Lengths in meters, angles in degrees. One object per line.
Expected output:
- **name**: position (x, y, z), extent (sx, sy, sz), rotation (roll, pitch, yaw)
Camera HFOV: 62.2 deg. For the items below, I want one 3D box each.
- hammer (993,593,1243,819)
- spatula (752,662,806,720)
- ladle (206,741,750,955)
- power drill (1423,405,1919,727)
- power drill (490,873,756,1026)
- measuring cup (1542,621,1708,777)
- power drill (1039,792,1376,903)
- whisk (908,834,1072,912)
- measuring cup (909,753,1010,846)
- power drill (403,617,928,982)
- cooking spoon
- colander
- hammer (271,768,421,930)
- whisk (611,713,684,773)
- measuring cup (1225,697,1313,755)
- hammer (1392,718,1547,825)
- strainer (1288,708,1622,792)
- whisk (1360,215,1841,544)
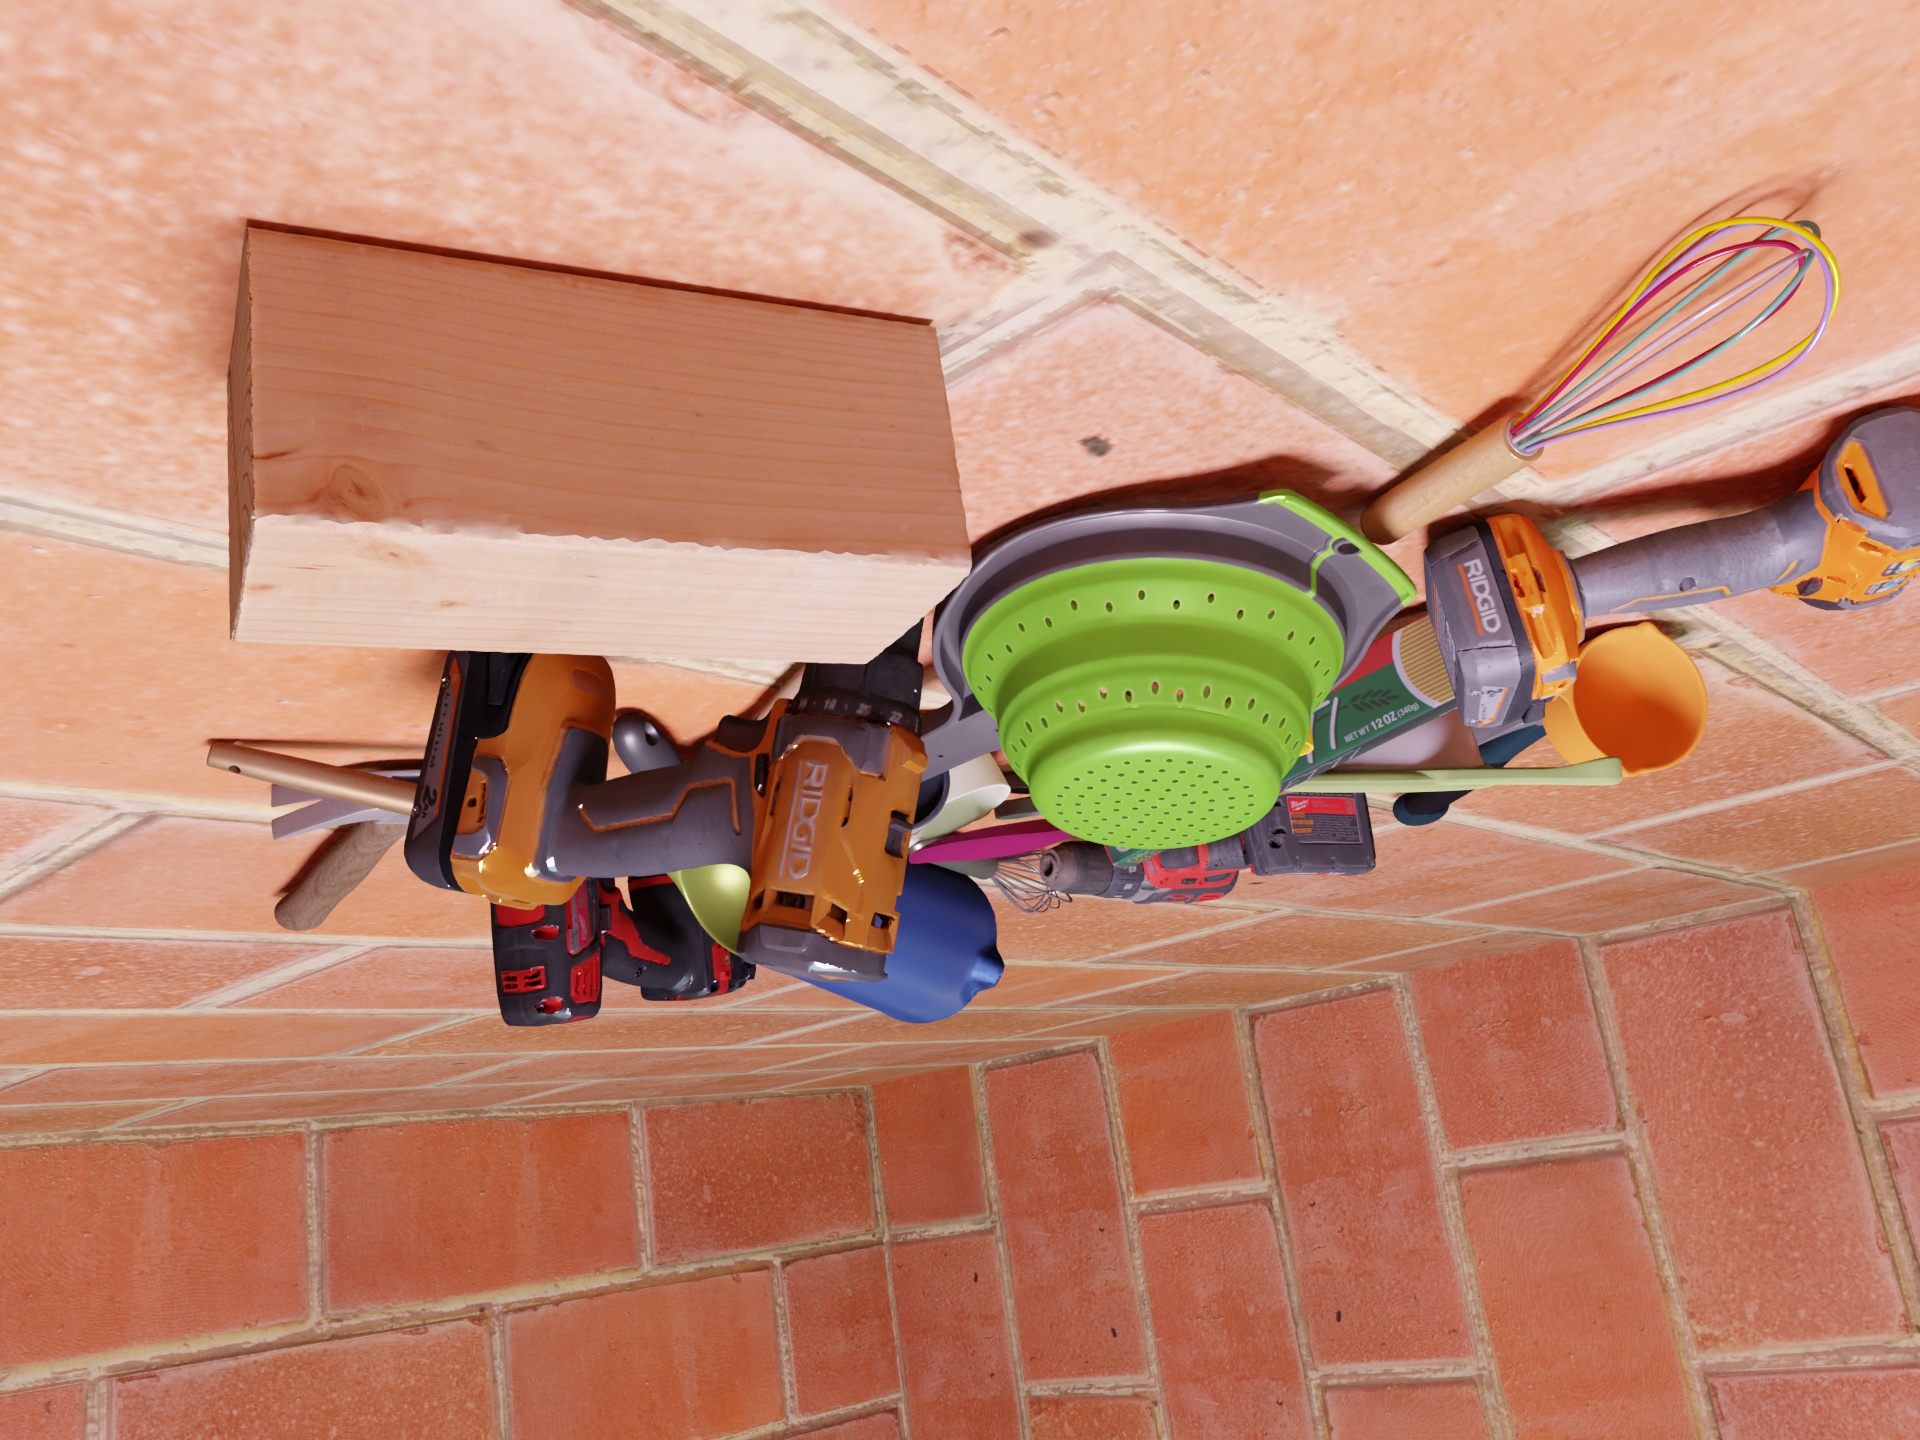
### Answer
- **hammer**: position (0.103, -0.004, 0.930), extent (0.149, 0.037, 0.359), rotation (-7, 164, -5)
- **spatula**: position (-0.083, -0.001, 0.837), extent (0.082, 0.044, 0.317), rotation (-30, 175, -34)
- **ladle**: position (-0.234, 0.065, 0.850), extent (0.320, 0.062, 0.078), rotation (15, 132, -20)
- **power drill**: position (0.347, -0.066, 0.768), extent (0.226, 0.084, 0.164), rotation (-16, 162, 13)
- **power drill**: position (-0.219, 0.118, 1.020), extent (0.078, 0.143, 0.219), rotation (-10, 170, 20)
- **measuring cup**: position (0.357, -0.018, 0.960), extent (0.173, 0.095, 0.052), rotation (13, 168, -4)
- **power drill**: position (0.191, 0.101, 1.258), extent (0.187, 0.080, 0.226), rotation (4, 163, -33)
- **whisk**: position (0.024, 0.117, 1.289), extent (0.058, 0.059, 0.246), rotation (-56, 146, 6)
- **measuring cup**: position (-0.046, 0.066, 1.025), extent (0.167, 0.038, 0.083), rotation (-31, 162, 23)
- **power drill**: position (-0.119, 0.008, 0.695), extent (0.226, 0.185, 0.084), rotation (6, 170, 24)
- **cooking spoon**: position (0.122, 0.058, 1.047), extent (0.319, 0.017, 0.068), rotation (-11, 164, -4)
- **colander**: position (0.030, 0.023, 0.775), extent (0.204, 0.095, 0.397), rotation (27, 143, -37)
- **hammer**: position (-0.386, 0.087, 1.003), extent (0.130, 0.031, 0.331), rotation (3, 160, -34)
- **whisk**: position (-0.164, 0.043, 0.950), extent (0.055, 0.055, 0.238), rotation (-9, 159, 3)
- **measuring cup**: position (0.112, 0.003, 0.864), extent (0.156, 0.029, 0.062), rotation (0, 167, 14)
- **hammer**: position (0.392, 0.026, 1.173), extent (0.128, 0.033, 0.331), rotation (-7, 163, -6)
- **strainer**: position (0.268, 0.005, 0.911), extent (0.151, 0.069, 0.256), rotation (-1, 179, -28)
- **whisk**: position (0.228, -0.121, 0.608), extent (0.047, 0.051, 0.245), rotation (20, 160, -15)
